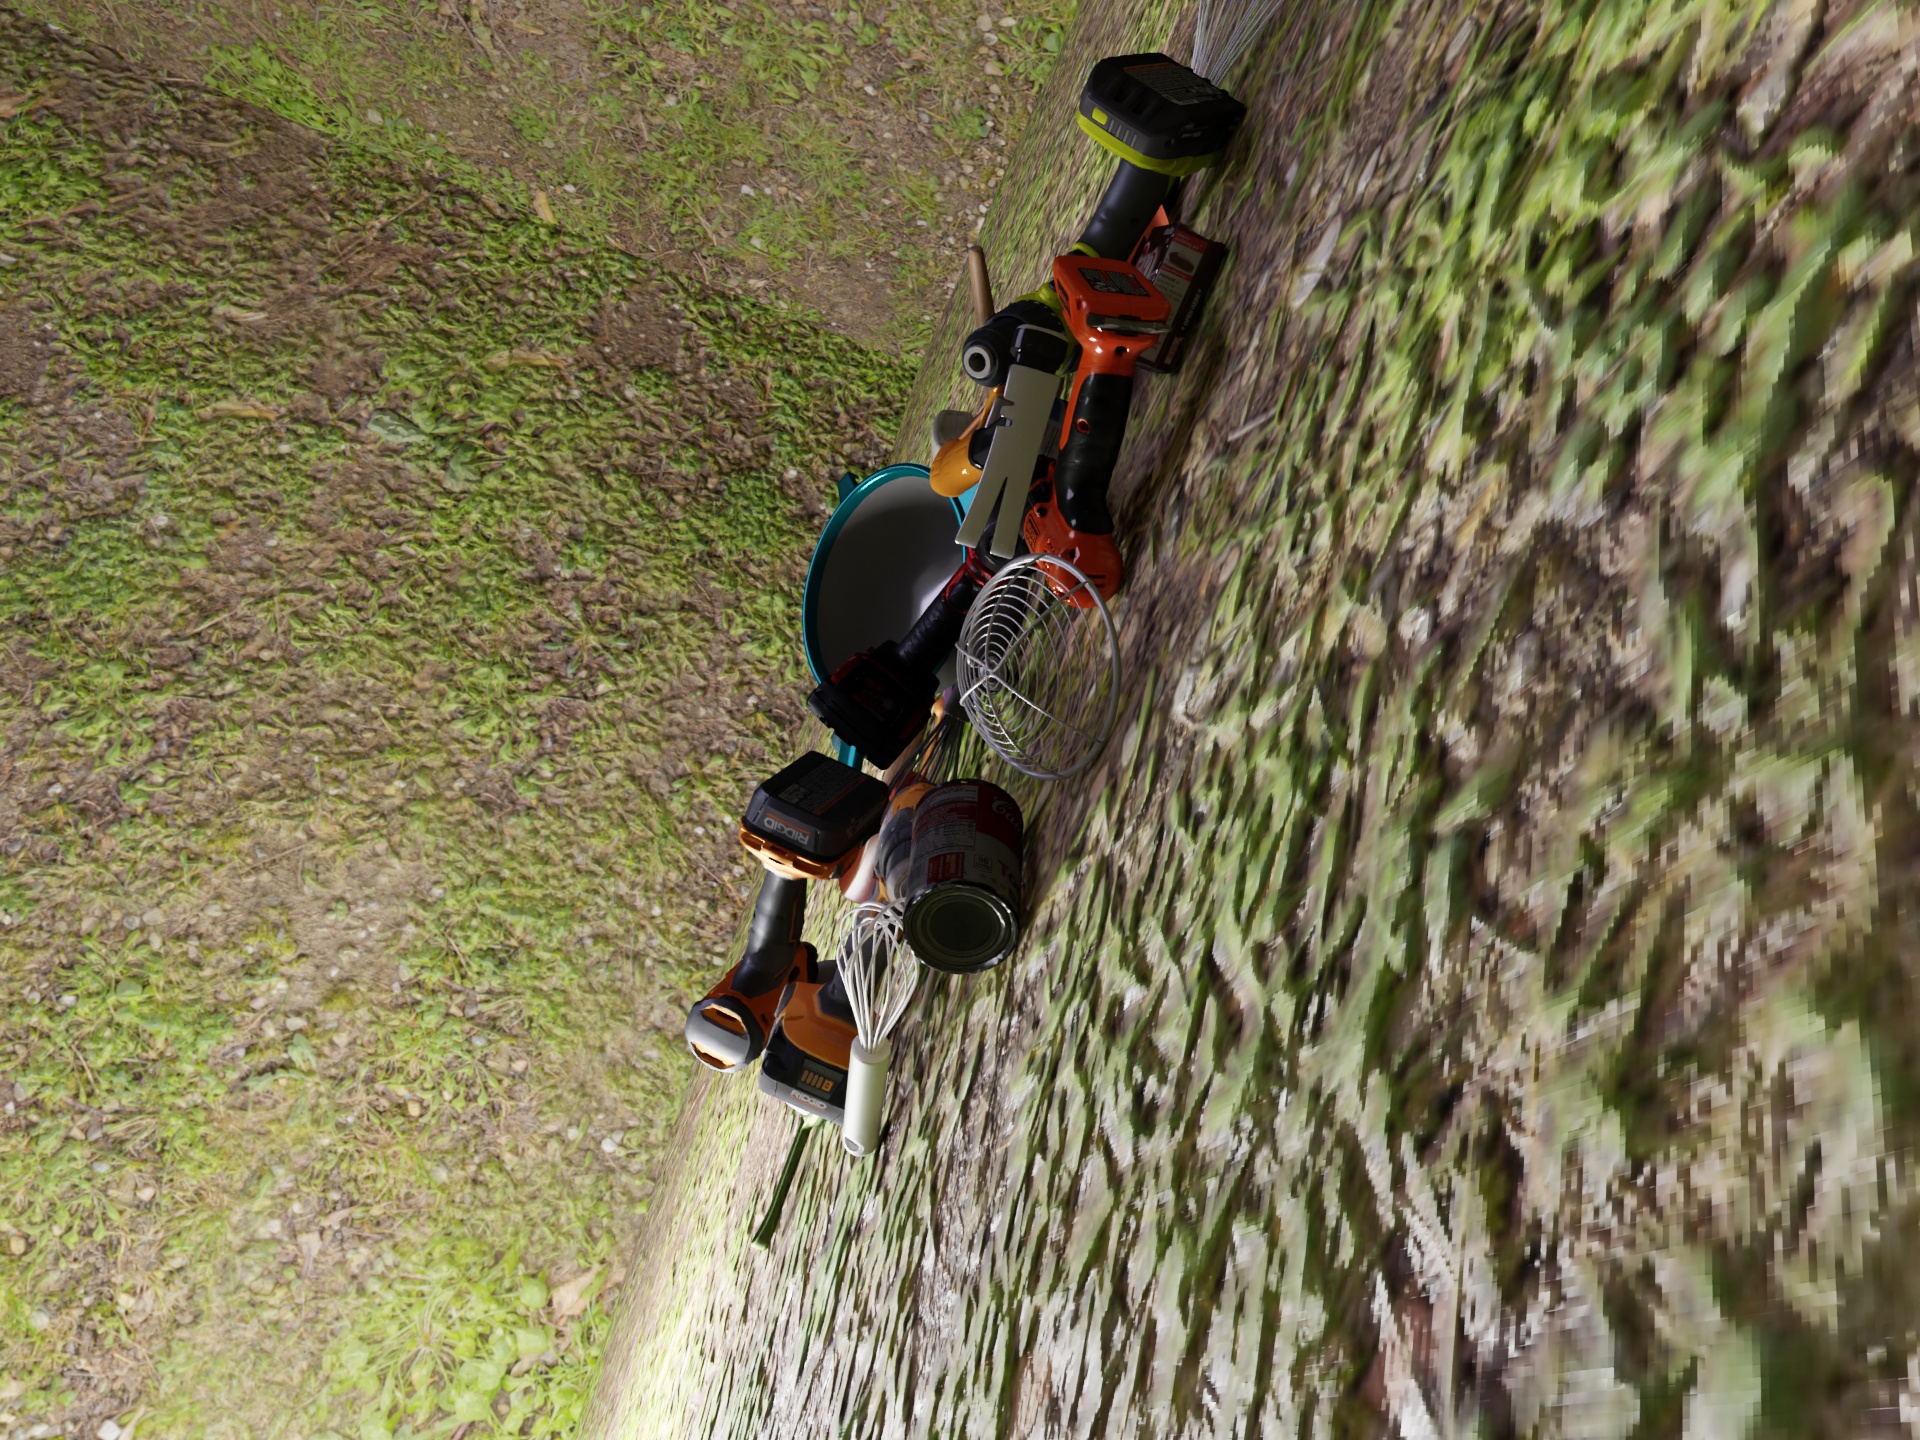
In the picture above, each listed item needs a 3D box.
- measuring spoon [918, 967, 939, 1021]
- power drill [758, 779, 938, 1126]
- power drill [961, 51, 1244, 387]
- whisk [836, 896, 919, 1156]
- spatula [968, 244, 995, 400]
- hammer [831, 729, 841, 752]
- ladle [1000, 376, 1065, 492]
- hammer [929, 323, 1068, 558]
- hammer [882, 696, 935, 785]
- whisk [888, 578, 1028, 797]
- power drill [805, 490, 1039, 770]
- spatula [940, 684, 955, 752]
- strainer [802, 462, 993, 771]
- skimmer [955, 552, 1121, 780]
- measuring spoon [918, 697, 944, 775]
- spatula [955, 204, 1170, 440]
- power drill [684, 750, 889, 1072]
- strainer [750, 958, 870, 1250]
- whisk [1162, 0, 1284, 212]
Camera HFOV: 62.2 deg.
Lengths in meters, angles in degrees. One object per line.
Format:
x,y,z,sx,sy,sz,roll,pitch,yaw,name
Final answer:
-0.005,0.146,1.038,0.034,0.018,0.124,-60,-13,-68,measuring spoon
-0.060,0.161,1.093,0.185,0.084,0.226,-94,29,-80,power drill
0.091,-0.336,1.110,0.190,0.080,0.228,-35,-21,-51,power drill
-0.055,0.197,0.989,0.059,0.058,0.246,-39,-30,-39,whisk
0.025,-0.264,1.402,0.082,0.044,0.317,-80,-16,-51,spatula
-0.067,-0.050,1.552,0.331,0.033,0.128,128,158,-55,hammer
0.066,-0.282,1.403,0.320,0.062,0.078,-75,-1,-46,ladle
0.011,-0.166,1.036,0.337,0.034,0.127,-150,75,-82,hammer
-0.032,-0.041,1.546,0.130,0.031,0.331,134,154,-69,hammer
-0.002,-0.004,1.243,0.055,0.055,0.239,-145,79,-81,whisk
-0.010,-0.075,1.152,0.219,0.078,0.143,-50,1,17,power drill
0.006,-0.110,1.456,0.059,0.018,0.316,100,179,-55,spatula
-0.047,-0.039,1.331,0.211,0.095,0.340,13,91,48,strainer
0.048,-0.032,1.017,0.363,0.090,0.127,-26,-70,-87,skimmer
-0.033,0.032,1.451,0.021,0.011,0.117,142,147,-74,measuring spoon
0.067,-0.306,1.299,0.322,0.041,0.081,-43,51,37,spatula
-0.130,0.143,1.230,0.164,0.084,0.226,-39,-30,-66,power drill
-0.147,0.311,1.340,0.151,0.069,0.256,148,142,-76,strainer
0.178,-0.467,1.144,0.284,0.070,0.070,115,171,-55,whisk
